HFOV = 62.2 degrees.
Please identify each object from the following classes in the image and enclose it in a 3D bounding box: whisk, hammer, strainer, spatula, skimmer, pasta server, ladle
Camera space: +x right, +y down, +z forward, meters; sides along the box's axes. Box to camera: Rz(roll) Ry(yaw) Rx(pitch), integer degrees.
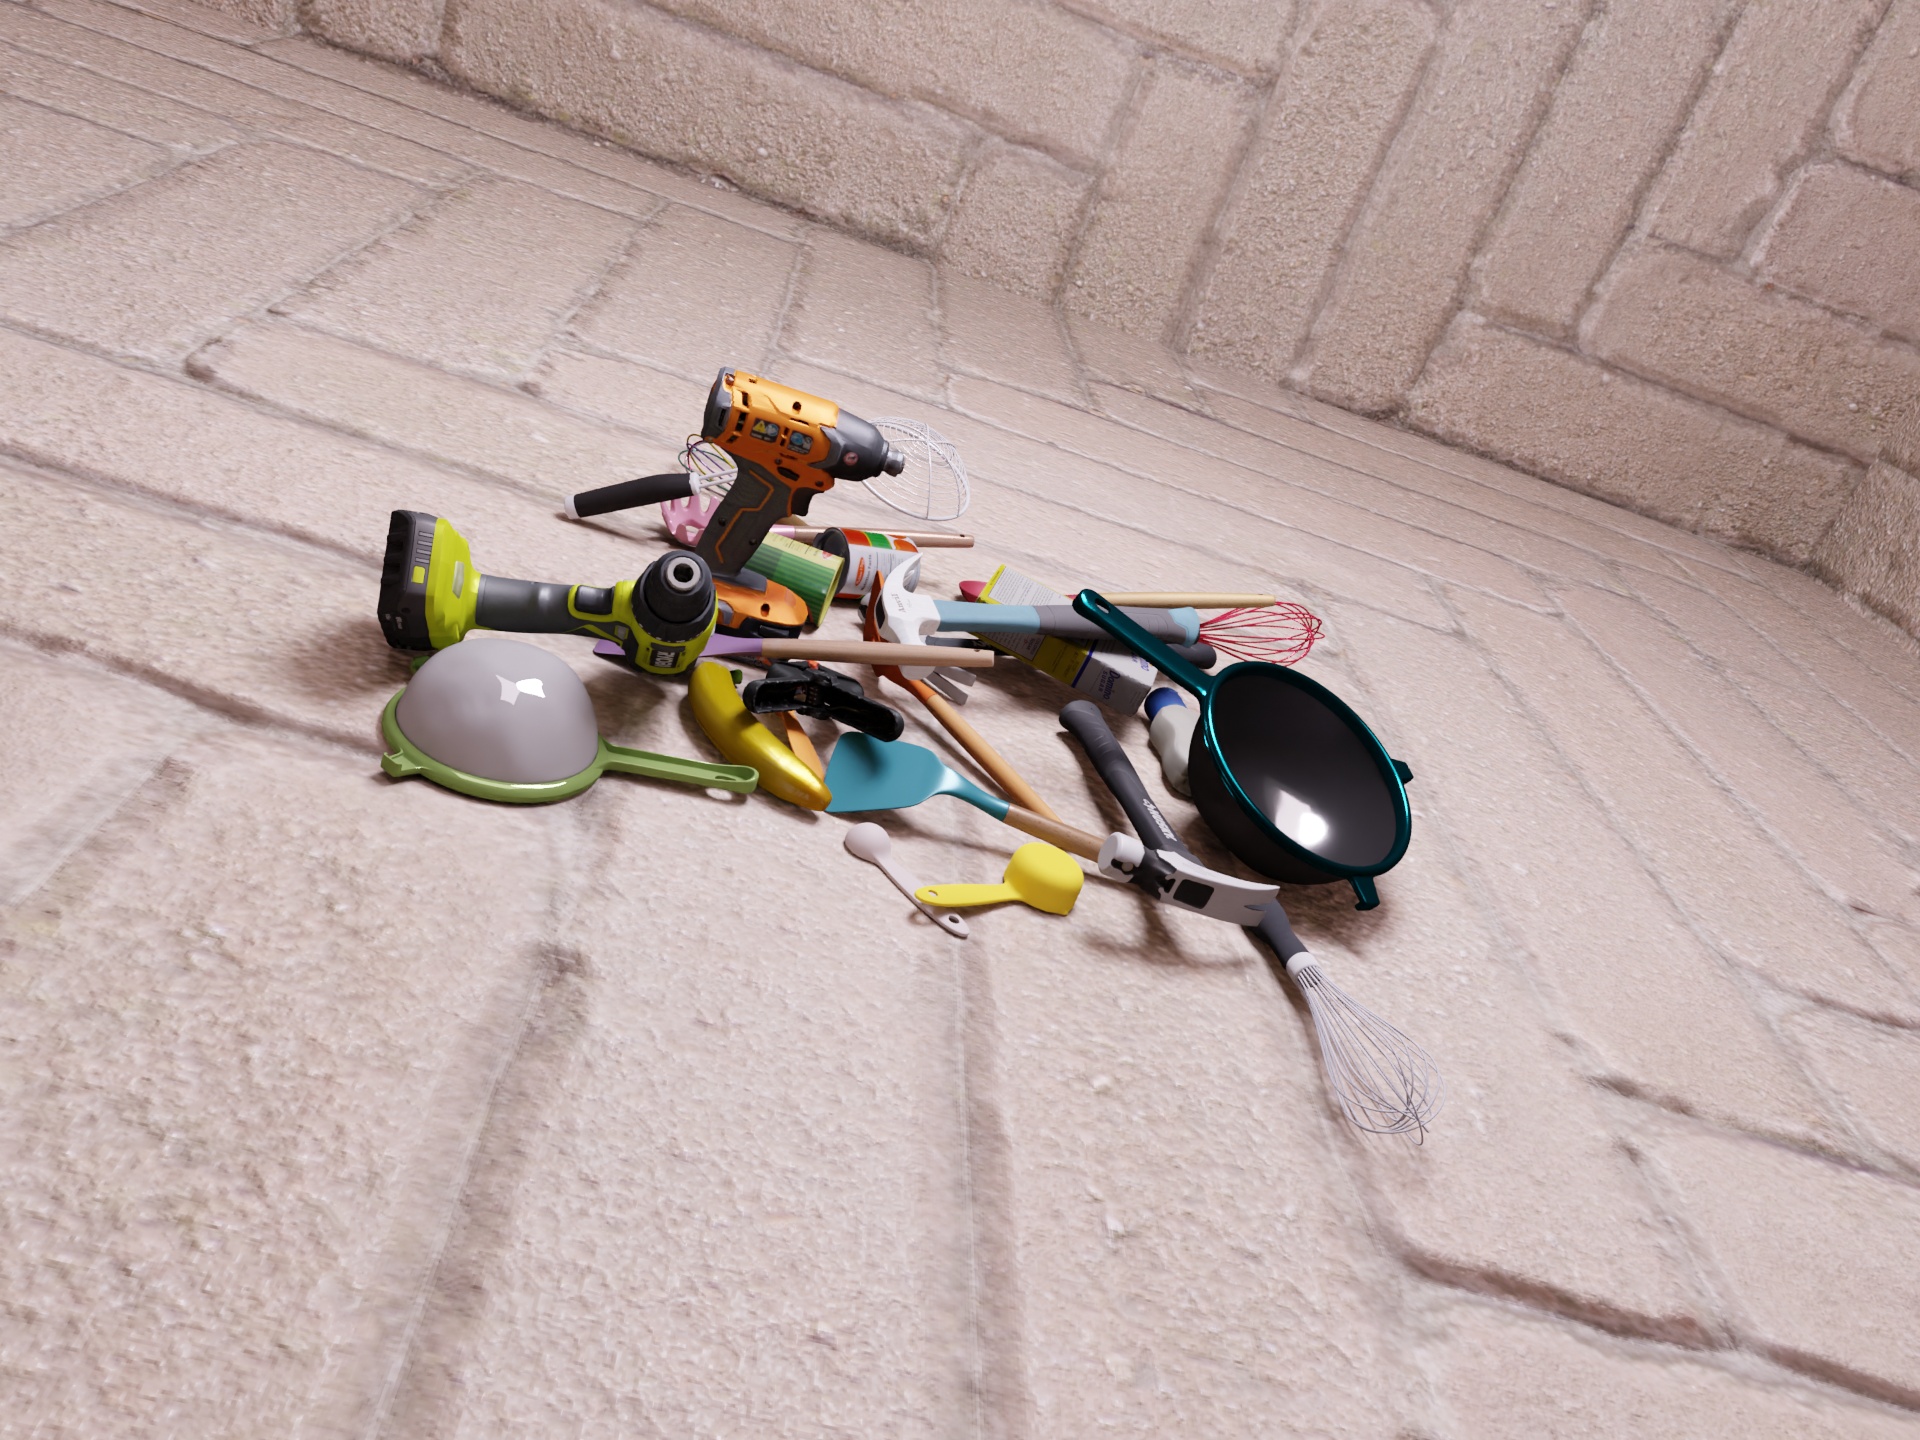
[{"bbox_3d":[0.250,-0.088,1.605,0.295,0.073,0.073,-1,33,-30],"label":"whisk"},{"bbox_3d":[0.257,0.194,1.124,0.070,0.070,0.285,12,22,-20],"label":"whisk"},{"bbox_3d":[-0.199,-0.220,1.604,0.245,0.047,0.051,38,28,25],"label":"whisk"},{"bbox_3d":[0.102,-0.067,1.544,0.408,0.036,0.149,0,34,-39],"label":"hammer"},{"bbox_3d":[-0.258,-0.002,1.089,0.256,0.069,0.152,12,27,-16],"label":"strainer"},{"bbox_3d":[-0.002,-0.004,1.323,0.041,0.081,0.323,-18,49,-34],"label":"spatula"},{"bbox_3d":[0.213,0.021,1.321,0.340,0.095,0.211,37,41,-2],"label":"strainer"},{"bbox_3d":[0.052,0.084,1.204,0.317,0.044,0.082,23,45,-11],"label":"spatula"},{"bbox_3d":[-0.176,-0.206,1.459,0.363,0.090,0.127,-11,47,5],"label":"skimmer"},{"bbox_3d":[0.075,-0.087,1.395,0.330,0.033,0.128,0,46,-30],"label":"hammer"},{"bbox_3d":[-0.134,-0.186,1.541,0.316,0.040,0.060,0,47,-20],"label":"pasta server"},{"bbox_3d":[-0.131,-0.057,1.264,0.316,0.018,0.060,3,25,3],"label":"spatula"},{"bbox_3d":[0.142,0.061,1.280,0.146,0.035,0.335,22,17,-18],"label":"hammer"},{"bbox_3d":[0.155,-0.121,1.592,0.315,0.031,0.069,1,20,6],"label":"ladle"}]

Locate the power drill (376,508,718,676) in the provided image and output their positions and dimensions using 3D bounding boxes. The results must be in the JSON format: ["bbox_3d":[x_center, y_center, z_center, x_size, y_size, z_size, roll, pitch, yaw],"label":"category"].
[{"bbox_3d":[-0.285,-0.088,1.124,0.228,0.080,0.190,6,-13,-13],"label":"power drill"}]

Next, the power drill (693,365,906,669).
[{"bbox_3d":[-0.150,-0.160,1.302,0.164,0.226,0.084,16,26,-12],"label":"power drill"}]

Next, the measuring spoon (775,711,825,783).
[{"bbox_3d":[-0.126,0.019,1.226,0.021,0.011,0.117,14,29,-32],"label":"measuring spoon"}]

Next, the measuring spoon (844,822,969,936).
[{"bbox_3d":[-0.034,0.108,1.108,0.034,0.018,0.124,-9,39,-47],"label":"measuring spoon"}]

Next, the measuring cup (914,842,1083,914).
[{"bbox_3d":[0.029,0.111,1.124,0.156,0.029,0.062,2,32,-47],"label":"measuring cup"}]
